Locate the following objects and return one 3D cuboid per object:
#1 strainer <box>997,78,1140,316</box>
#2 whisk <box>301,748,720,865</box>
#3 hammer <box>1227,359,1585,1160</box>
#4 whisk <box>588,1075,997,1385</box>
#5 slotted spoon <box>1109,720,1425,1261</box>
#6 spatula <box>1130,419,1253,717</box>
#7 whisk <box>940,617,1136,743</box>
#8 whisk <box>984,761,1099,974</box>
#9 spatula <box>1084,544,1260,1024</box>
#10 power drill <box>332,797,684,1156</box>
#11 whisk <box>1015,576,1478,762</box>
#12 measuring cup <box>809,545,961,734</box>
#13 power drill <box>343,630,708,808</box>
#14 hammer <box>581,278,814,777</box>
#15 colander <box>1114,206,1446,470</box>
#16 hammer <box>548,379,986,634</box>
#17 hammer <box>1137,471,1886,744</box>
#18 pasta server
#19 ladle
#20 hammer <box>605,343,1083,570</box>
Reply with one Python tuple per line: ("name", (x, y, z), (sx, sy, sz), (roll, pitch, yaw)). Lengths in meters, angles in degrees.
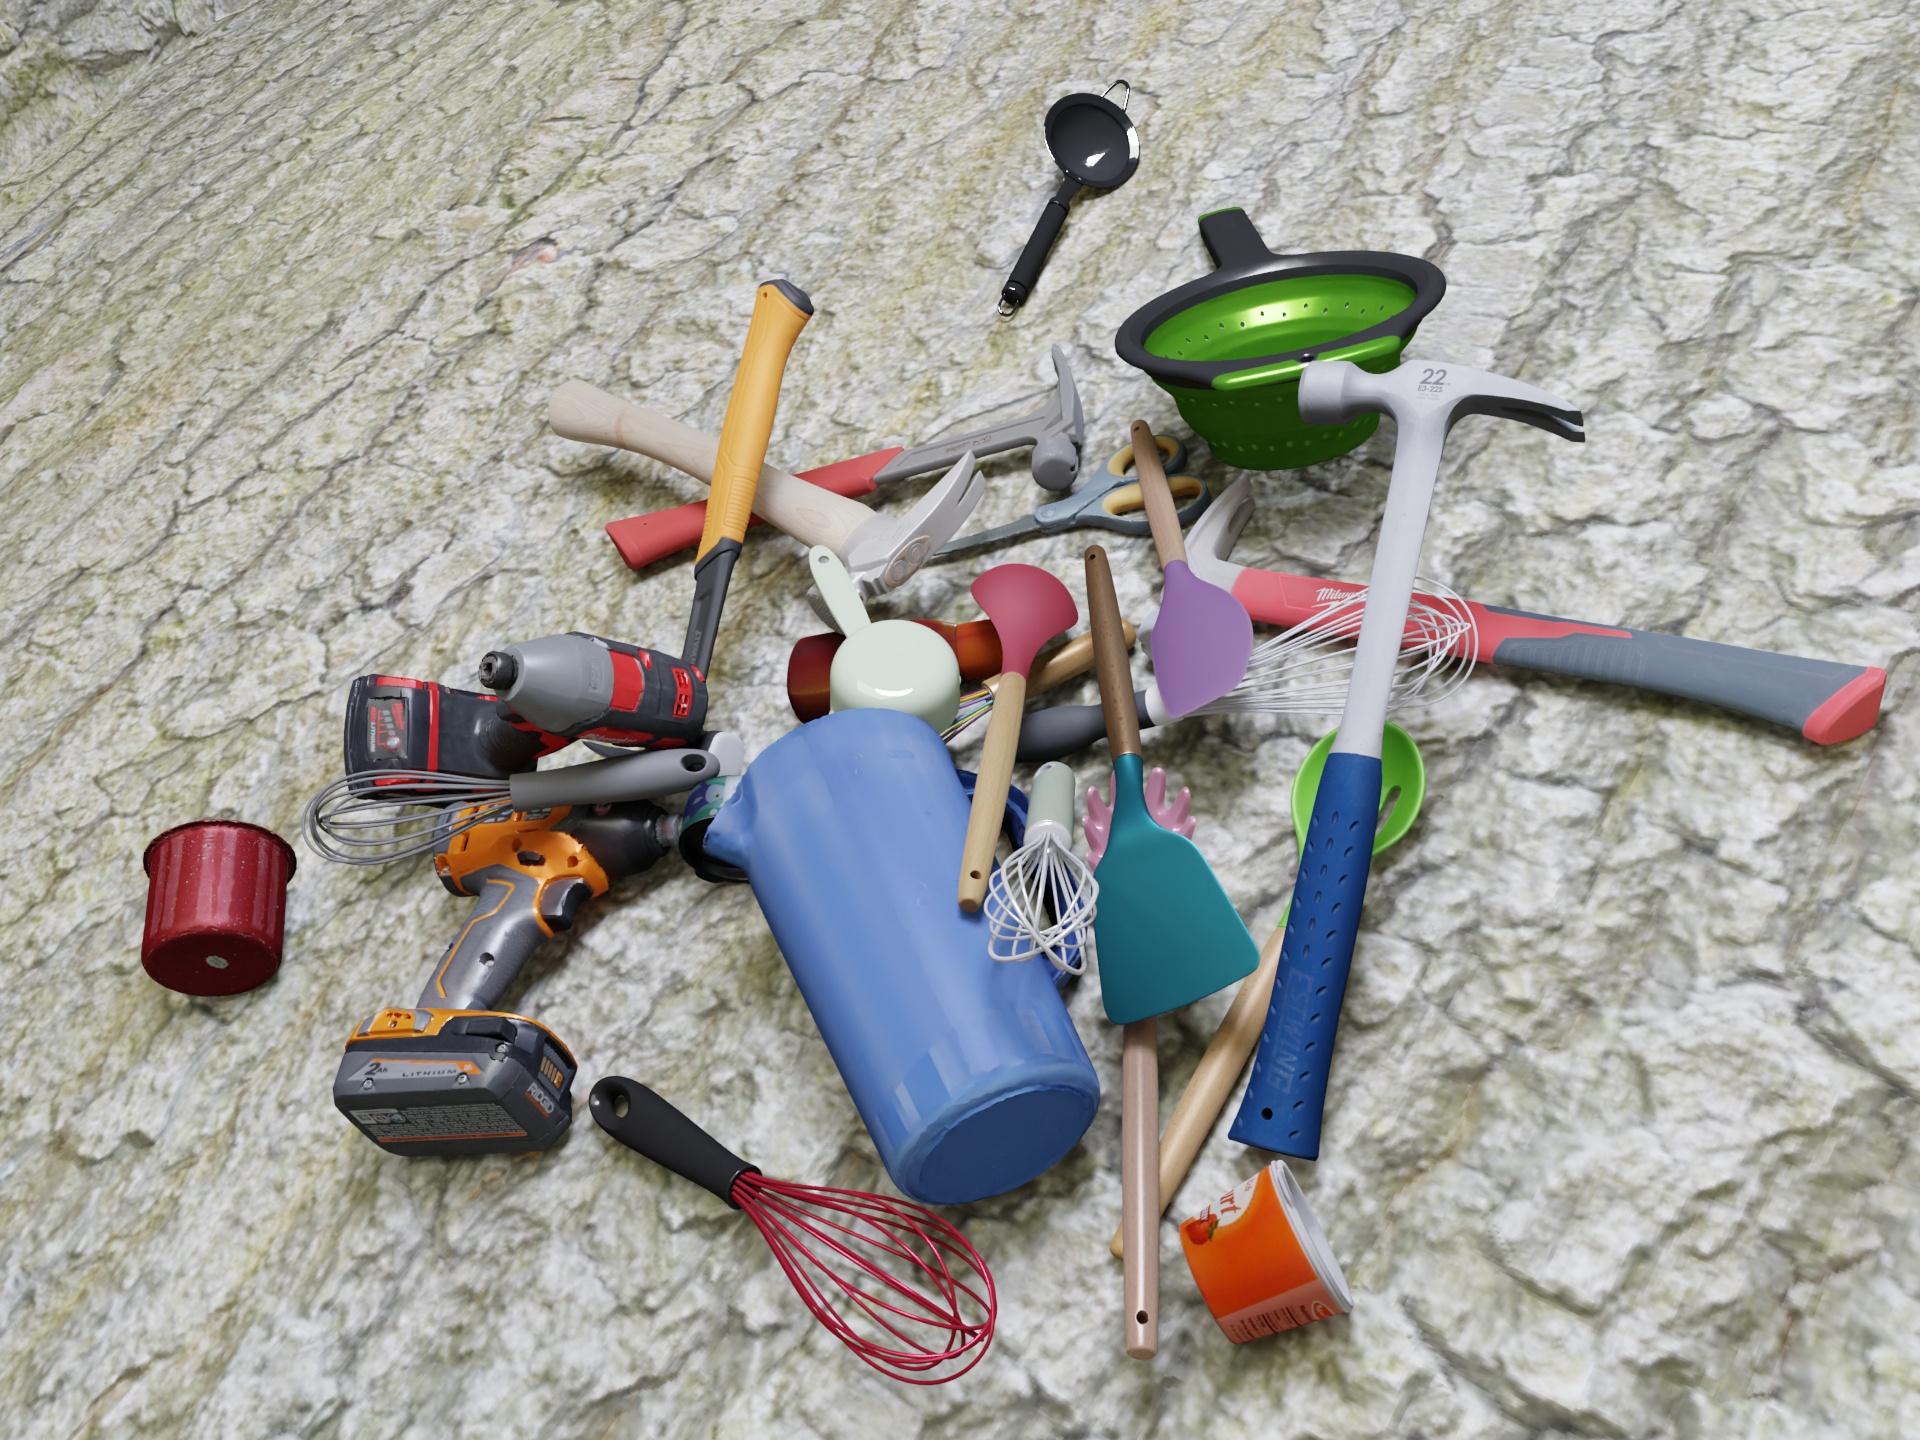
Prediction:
("strainer", (0.080, -0.422, 1.296), (0.087, 0.050, 0.258), (30, 64, -10))
("whisk", (-0.260, 0.045, 0.930), (0.239, 0.055, 0.055), (-9, 46, -9))
("hammer", (0.200, 0.009, 0.776), (0.144, 0.035, 0.406), (8, 75, 28))
("whisk", (-0.094, 0.238, 0.785), (0.296, 0.073, 0.073), (17, 59, 41))
("slotted spoon", (0.152, 0.128, 0.797), (0.070, 0.031, 0.314), (16, 61, 34))
("spatula", (0.128, -0.105, 0.955), (0.060, 0.018, 0.316), (-28, 33, 17))
("whisk", (-0.001, -0.002, 0.952), (0.245, 0.047, 0.051), (-26, 12, -15))
("whisk", (0.044, 0.065, 0.796), (0.058, 0.059, 0.246), (-39, 9, 13))
("spatula", (0.091, 0.012, 0.855), (0.082, 0.044, 0.318), (-27, 39, 21))
("power drill", (-0.252, 0.133, 0.927), (0.164, 0.084, 0.227), (-7, 45, 17))
("whisk", (0.144, -0.018, 0.885), (0.284, 0.070, 0.070), (-15, 46, 28))
("measuring cup", (-0.056, -0.057, 0.937), (0.083, 0.038, 0.168), (-18, 55, -16))
("power drill", (-0.276, -0.003, 0.973), (0.220, 0.143, 0.079), (-14, 73, 37))
("hammer", (-0.157, -0.127, 1.035), (0.127, 0.034, 0.337), (5, 78, 40))
("colander", (0.207, -0.263, 1.084), (0.204, 0.094, 0.397), (-12, 30, 7))
("hammer", (-0.163, -0.186, 1.136), (0.411, 0.038, 0.146), (29, 68, 39))
("hammer", (0.300, -0.060, 0.890), (0.386, 0.038, 0.143), (13, 56, 31))
("pasta server", (0.088, 0.151, 0.779), (0.060, 0.040, 0.317), (0, 45, 6))
("ladle", (0.025, -0.006, 0.877), (0.069, 0.031, 0.316), (15, 37, -2))
("hammer", (-0.087, -0.178, 1.151), (0.359, 0.036, 0.149), (-13, 40, 14))
